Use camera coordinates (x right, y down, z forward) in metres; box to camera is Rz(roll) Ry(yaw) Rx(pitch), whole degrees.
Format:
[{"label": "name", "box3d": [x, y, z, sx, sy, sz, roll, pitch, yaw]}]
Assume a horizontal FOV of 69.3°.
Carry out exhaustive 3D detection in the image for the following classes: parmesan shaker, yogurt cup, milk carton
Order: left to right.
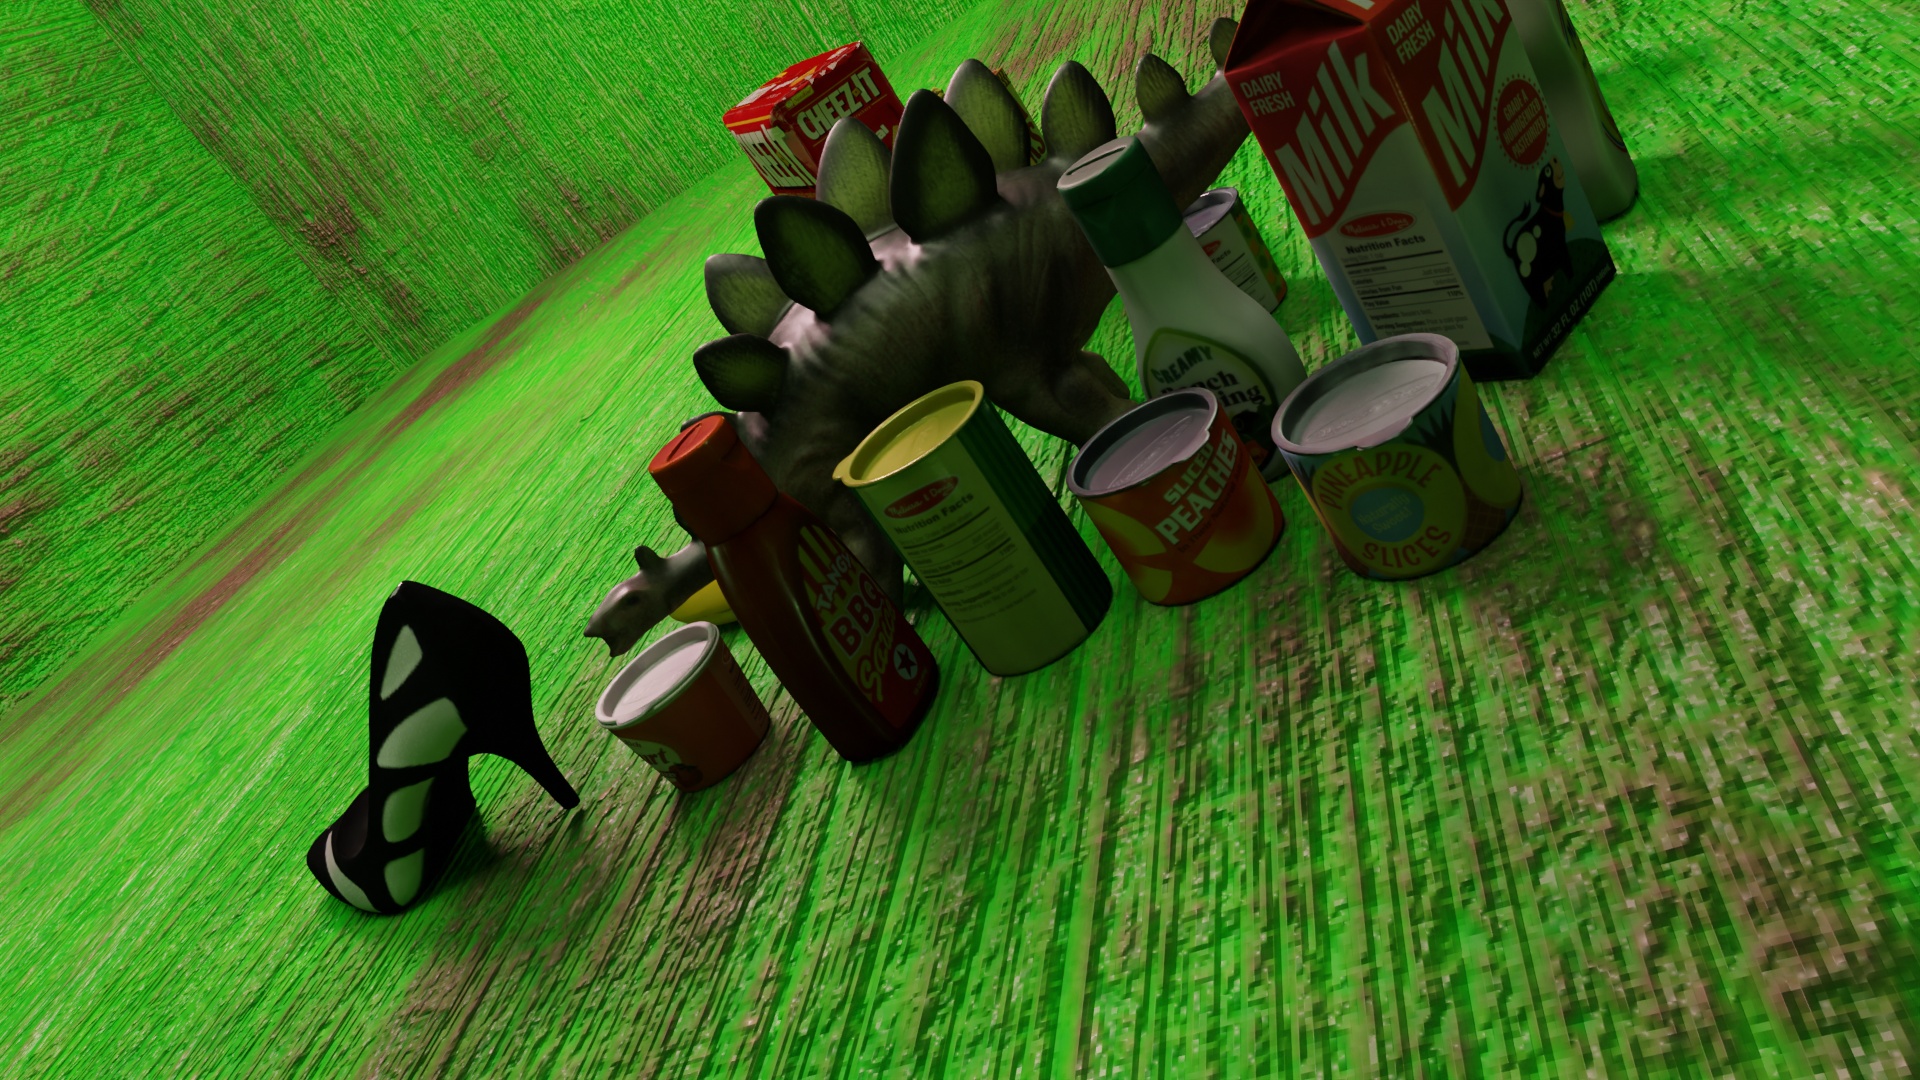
[{"label": "yogurt cup", "box3d": [-0.126, 0.079, 0.646, 0.072, 0.054, 0.073, -29, 23, 14]}, {"label": "parmesan shaker", "box3d": [0.006, -0.003, 0.562, 0.071, 0.103, 0.071, -29, 23, 14]}, {"label": "milk carton", "box3d": [0.168, -0.157, 0.528, 0.072, 0.190, 0.073, -45, 24, -23]}]

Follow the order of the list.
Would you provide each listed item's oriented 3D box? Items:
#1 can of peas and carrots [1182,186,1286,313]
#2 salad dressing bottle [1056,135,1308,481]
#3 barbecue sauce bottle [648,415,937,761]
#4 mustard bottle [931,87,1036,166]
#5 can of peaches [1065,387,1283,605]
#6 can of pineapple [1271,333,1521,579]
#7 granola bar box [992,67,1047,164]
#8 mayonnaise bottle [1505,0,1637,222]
[{"label": "can of peas and carrots", "box3d": [0.128, -0.142, 0.726, 0.071, 0.058, 0.071, -29, 23, 14]}, {"label": "salad dressing bottle", "box3d": [0.091, -0.090, 0.560, 0.064, 0.147, 0.044, -15, 30, 41]}, {"label": "barbecue sauce bottle", "box3d": [-0.067, 0.018, 0.562, 0.043, 0.148, 0.065, -22, 26, 30]}, {"label": "mustard bottle", "box3d": [0.027, -0.215, 0.876, 0.048, 0.160, 0.066, -13, 31, 42]}, {"label": "can of peaches", "box3d": [0.085, -0.017, 0.539, 0.071, 0.058, 0.071, -29, 23, 14]}, {"label": "can of pineapple", "box3d": [0.148, -0.027, 0.473, 0.071, 0.057, 0.071, -29, 23, 14]}, {"label": "granola bar box", "box3d": [0.024, -0.250, 0.995, 0.039, 0.124, 0.166, -20, 27, 32]}, {"label": "mayonnaise bottle", "box3d": [0.238, -0.205, 0.582, 0.041, 0.147, 0.065, -21, 26, 31]}]
